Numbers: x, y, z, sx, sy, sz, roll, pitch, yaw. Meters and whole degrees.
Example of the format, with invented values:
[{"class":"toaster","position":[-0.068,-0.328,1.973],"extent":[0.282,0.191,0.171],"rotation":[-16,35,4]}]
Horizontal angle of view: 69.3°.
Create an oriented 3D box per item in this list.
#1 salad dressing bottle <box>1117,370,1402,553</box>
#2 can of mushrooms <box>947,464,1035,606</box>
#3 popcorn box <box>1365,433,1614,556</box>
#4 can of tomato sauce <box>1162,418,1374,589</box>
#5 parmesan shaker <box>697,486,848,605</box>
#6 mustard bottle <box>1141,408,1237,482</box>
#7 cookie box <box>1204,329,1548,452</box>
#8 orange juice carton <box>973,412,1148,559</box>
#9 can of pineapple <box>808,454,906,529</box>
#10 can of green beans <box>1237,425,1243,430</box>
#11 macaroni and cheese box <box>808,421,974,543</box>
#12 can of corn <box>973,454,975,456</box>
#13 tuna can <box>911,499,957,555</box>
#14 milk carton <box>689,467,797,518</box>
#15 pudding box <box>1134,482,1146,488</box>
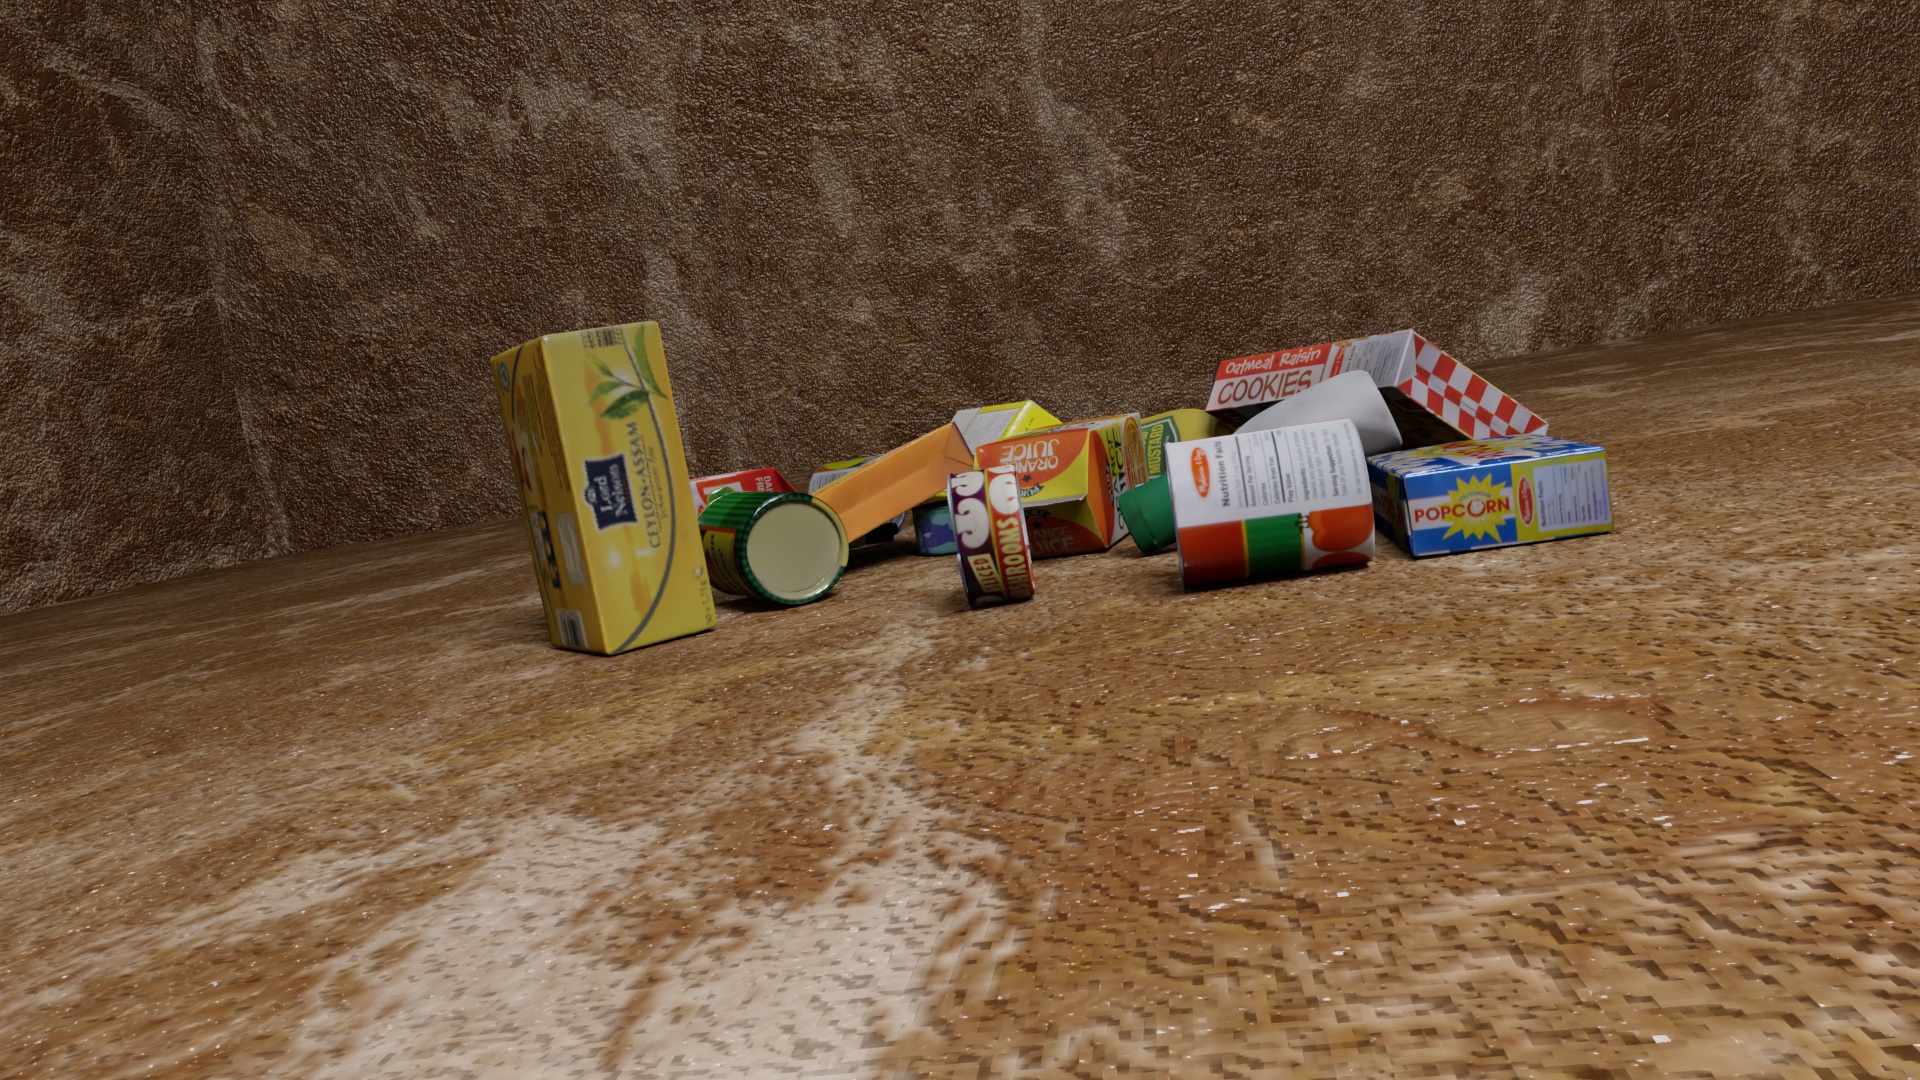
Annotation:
[{"class":"salad dressing bottle","position":[0.158,-0.039,0.743],"extent":[0.147,0.044,0.064],"rotation":[-26,-33,14]},{"class":"can of mushrooms","position":[0.015,-0.001,0.674],"extent":[0.033,0.071,0.071],"rotation":[-9,6,4]},{"class":"popcorn box","position":[0.243,-0.024,0.652],"extent":[0.085,0.038,0.127],"rotation":[-7,6,10]},{"class":"can of tomato sauce","position":[0.136,-0.016,0.618],"extent":[0.083,0.071,0.071],"rotation":[-8,6,9]},{"class":"parmesan shaker","position":[-0.117,0.001,0.830],"extent":[0.071,0.071,0.103],"rotation":[-12,6,-25]},{"class":"mustard bottle","position":[0.117,-0.050,0.984],"extent":[0.160,0.065,0.049],"rotation":[-11,-26,38]},{"class":"cookie box","position":[0.253,-0.078,0.862],"extent":[0.123,0.040,0.167],"rotation":[25,-12,-26]},{"class":"orange juice carton","position":[0.064,-0.033,0.859],"extent":[0.072,0.073,0.193],"rotation":[-7,7,19]},{"class":"can of pineapple","position":[-0.084,-0.035,1.154],"extent":[0.058,0.071,0.071],"rotation":[-7,6,27]},{"class":"can of green beans","position":[0.197,-0.042,0.801],"extent":[0.071,0.057,0.071],"rotation":[-10,6,1]},{"class":"macaroni and cheese box","position":[-0.072,-0.027,0.968],"extent":[0.124,0.040,0.166],"rotation":[-29,6,-19]},{"class":"can of corn","position":[0.030,-0.036,1.009],"extent":[0.071,0.058,0.071],"rotation":[-10,5,1]},{"class":"tuna can","position":[0.003,-0.012,0.947],"extent":[0.071,0.032,0.071],"rotation":[-10,6,1]},{"class":"milk carton","position":[-0.202,-0.012,1.079],"extent":[0.191,0.073,0.072],"rotation":[-15,7,-43]},{"class":"pudding box","position":[0.137,-0.021,0.837],"extent":[0.050,0.030,0.084],"rotation":[-9,6,-5]}]
